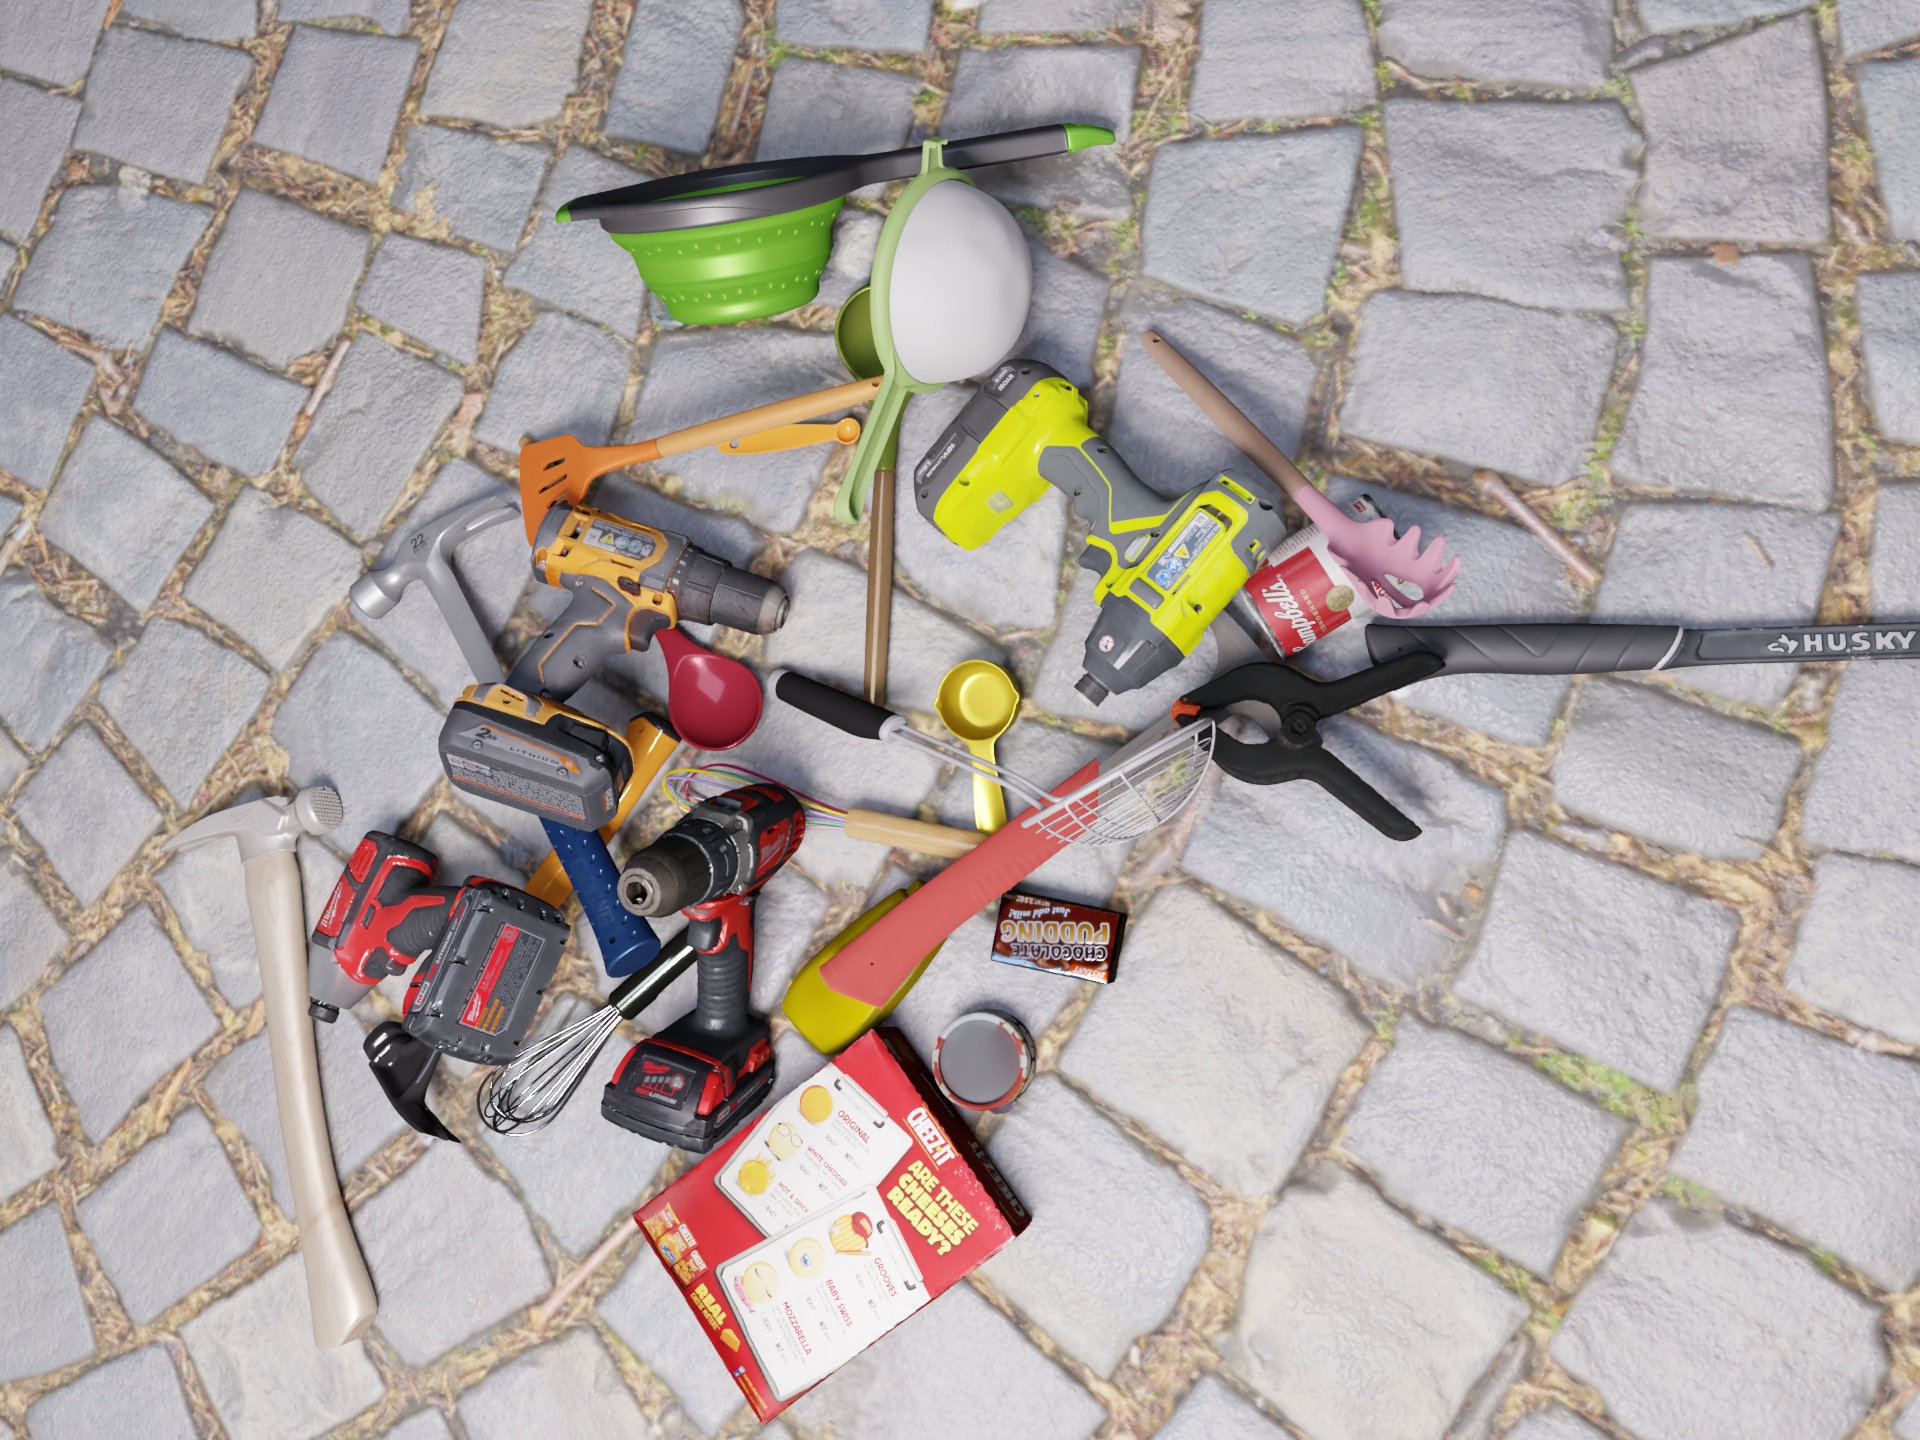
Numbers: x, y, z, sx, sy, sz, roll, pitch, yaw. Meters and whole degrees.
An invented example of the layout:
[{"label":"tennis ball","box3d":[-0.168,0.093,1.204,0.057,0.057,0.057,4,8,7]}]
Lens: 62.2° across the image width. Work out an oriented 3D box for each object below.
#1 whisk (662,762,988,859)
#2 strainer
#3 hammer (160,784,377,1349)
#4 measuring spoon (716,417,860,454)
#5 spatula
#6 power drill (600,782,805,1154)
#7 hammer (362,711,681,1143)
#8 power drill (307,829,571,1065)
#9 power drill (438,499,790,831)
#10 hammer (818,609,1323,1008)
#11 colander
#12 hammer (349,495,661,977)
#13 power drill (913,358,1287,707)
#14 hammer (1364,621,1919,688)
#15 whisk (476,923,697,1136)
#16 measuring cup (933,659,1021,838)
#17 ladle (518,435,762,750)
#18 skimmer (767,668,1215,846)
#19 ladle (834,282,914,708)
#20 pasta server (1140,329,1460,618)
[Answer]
[{"label":"whisk","box3d":[-0.097,0.069,1.119,0.245,0.051,0.047,10,107,15]},{"label":"strainer","box3d":[-0.012,-0.243,1.059,0.069,0.151,0.256,15,77,26]},{"label":"hammer","box3d":[-0.512,0.264,1.206,0.146,0.038,0.411,-16,79,14]},{"label":"measuring spoon","box3d":[-0.127,-0.209,1.182,0.117,0.011,0.021,-2,82,18]},{"label":"spatula","box3d":[-0.191,-0.202,1.153,0.322,0.041,0.081,-12,79,17]},{"label":"power drill","box3d":[-0.173,0.161,1.033,0.080,0.188,0.226,14,104,16]},{"label":"hammer","box3d":[-0.308,0.140,1.152,0.127,0.034,0.337,35,89,44]},{"label":"power drill","box3d":[-0.384,0.164,1.123,0.220,0.078,0.143,9,71,43]},{"label":"power drill","box3d":[-0.235,-0.039,1.103,0.185,0.084,0.226,17,59,3]},{"label":"hammer","box3d":[0.054,0.061,1.051,0.359,0.036,0.149,-36,76,-3]},{"label":"colander","box3d":[-0.082,-0.354,1.143,0.397,0.205,0.094,-10,115,-2]},{"label":"hammer","box3d":[-0.315,0.005,1.152,0.144,0.035,0.406,-37,64,6]},{"label":"power drill","box3d":[0.079,-0.126,1.049,0.171,0.080,0.223,-50,59,3]},{"label":"hammer","box3d":[0.462,-0.051,0.988,0.409,0.036,0.149,-1,81,15]},{"label":"whisk","box3d":[-0.249,0.212,1.142,0.246,0.058,0.059,-41,109,3]},{"label":"measuring cup","box3d":[0.021,0.035,1.105,0.062,0.029,0.156,-7,93,18]},{"label":"ladle","box3d":[-0.246,-0.100,1.189,0.069,0.031,0.316,-36,73,-7]},{"label":"skimmer","box3d":[-0.002,-0.003,1.024,0.363,0.127,0.090,21,125,39]},{"label":"ladle","box3d":[-0.056,-0.153,1.131,0.078,0.062,0.320,2,86,3]},{"label":"pasta server","box3d":[0.205,-0.167,1.022,0.060,0.040,0.317,-28,55,-9]}]
